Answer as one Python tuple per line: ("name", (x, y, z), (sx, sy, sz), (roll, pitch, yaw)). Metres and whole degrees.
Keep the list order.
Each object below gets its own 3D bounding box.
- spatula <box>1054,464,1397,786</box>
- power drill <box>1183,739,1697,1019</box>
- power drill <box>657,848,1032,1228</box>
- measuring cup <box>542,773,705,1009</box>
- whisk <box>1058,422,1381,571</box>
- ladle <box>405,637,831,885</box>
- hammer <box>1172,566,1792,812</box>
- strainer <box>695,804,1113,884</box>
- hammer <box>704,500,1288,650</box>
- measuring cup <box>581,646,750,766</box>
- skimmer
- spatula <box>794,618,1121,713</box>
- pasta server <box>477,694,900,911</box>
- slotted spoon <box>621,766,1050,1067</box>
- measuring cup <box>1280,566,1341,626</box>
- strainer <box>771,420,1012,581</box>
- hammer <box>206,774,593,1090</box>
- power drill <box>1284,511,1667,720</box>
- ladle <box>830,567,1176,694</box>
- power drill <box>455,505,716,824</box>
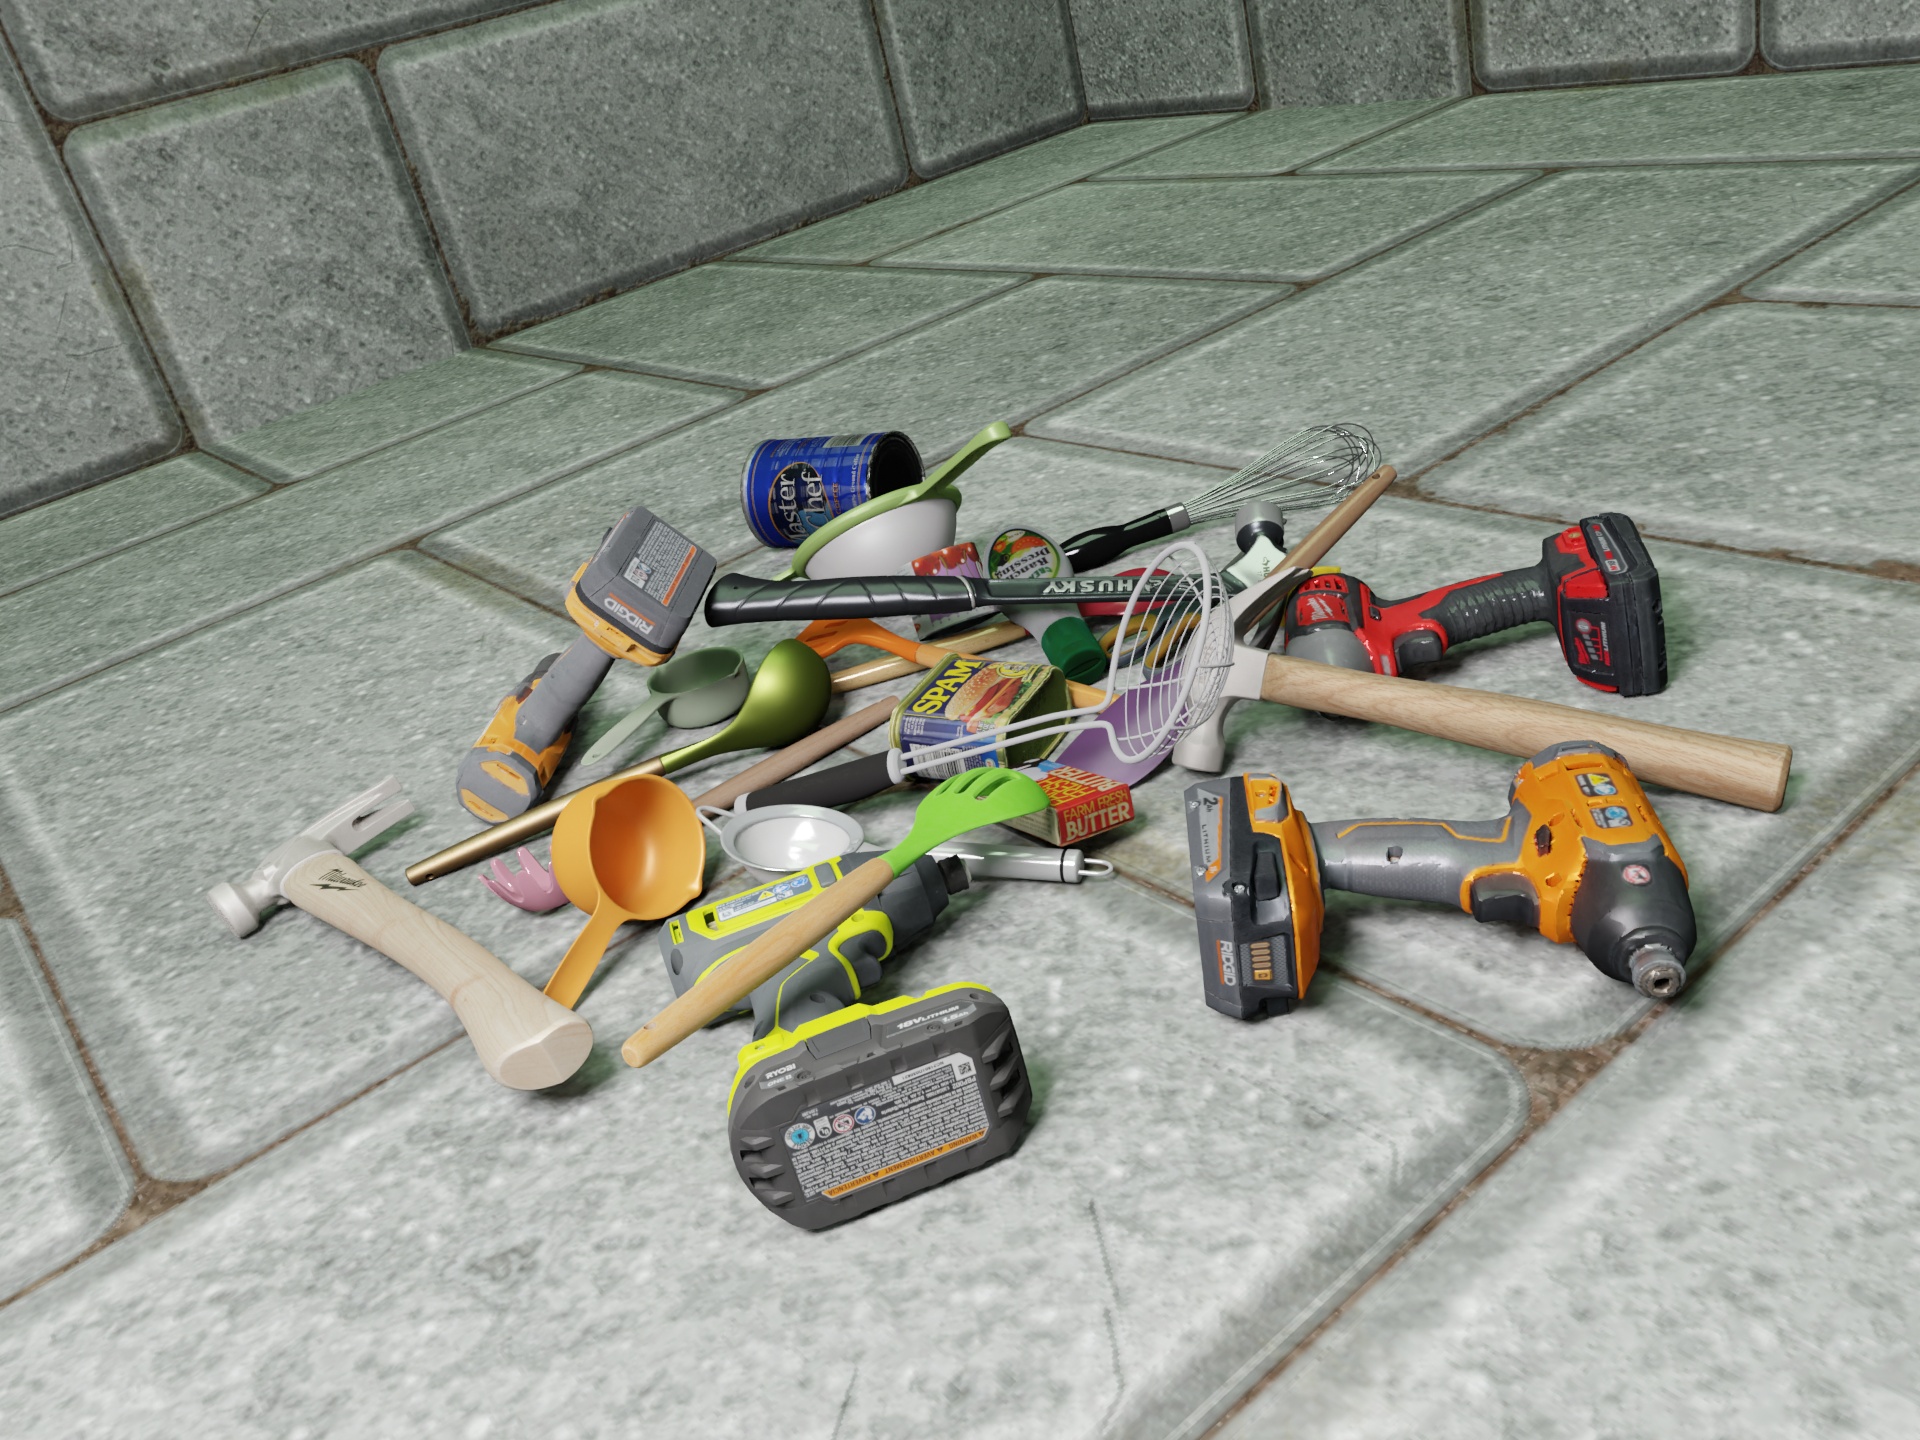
("spatula", (0.179, -0.060, 1.024), (0.316, 0.018, 0.060), (-44, 49, -15))
("power drill", (0.226, 0.081, 0.759), (0.226, 0.084, 0.164), (-6, 28, 8))
("power drill", (-0.054, 0.138, 0.795), (0.171, 0.080, 0.223), (-19, 24, -9))
("measuring cup", (-0.220, 0.111, 0.944), (0.052, 0.095, 0.174), (-8, 45, 42))
("whisk", (0.206, -0.177, 1.297), (0.284, 0.070, 0.070), (-20, 27, -1))
("ladle", (-0.236, 0.033, 1.110), (0.320, 0.078, 0.062), (-24, 55, -8))
("hammer", (0.281, -0.005, 0.889), (0.331, 0.130, 0.031), (13, 7, 30))
("strainer", (-0.037, 0.081, 0.934), (0.258, 0.050, 0.087), (2, 22, 19))
("hammer", (0.023, -0.085, 1.108), (0.409, 0.036, 0.149), (-1, 49, 8))
("measuring cup", (-0.220, 0.000, 1.185), (0.083, 0.038, 0.168), (5, 34, 33))
("skimmer", (-0.002, -0.003, 0.947), (0.363, 0.090, 0.127), (-17, 50, 26))
("spatula", (-0.006, -0.036, 1.137), (0.323, 0.041, 0.081), (16, 49, 32))
("pasta server", (-0.169, 0.048, 1.065), (0.316, 0.040, 0.060), (-29, 19, -29))
("slotted spoon", (-0.053, 0.086, 0.792), (0.070, 0.031, 0.314), (3, 23, 35))
("measuring cup", (0.234, -0.096, 1.167), (0.062, 0.029, 0.157), (-20, 15, -5))
("strainer", (-0.028, -0.148, 1.256), (0.151, 0.069, 0.256), (-18, -10, -39))
("hammer", (-0.324, 0.125, 0.960), (0.146, 0.038, 0.411), (-39, 33, -28))
("power drill", (0.311, -0.055, 0.986), (0.219, 0.078, 0.143), (-9, 27, 17))
("ladle", (0.022, -0.063, 1.198), (0.315, 0.031, 0.069), (-17, 28, -1))
("power drill", (-0.271, -0.048, 1.157), (0.226, 0.084, 0.185), (-47, 17, 26))
